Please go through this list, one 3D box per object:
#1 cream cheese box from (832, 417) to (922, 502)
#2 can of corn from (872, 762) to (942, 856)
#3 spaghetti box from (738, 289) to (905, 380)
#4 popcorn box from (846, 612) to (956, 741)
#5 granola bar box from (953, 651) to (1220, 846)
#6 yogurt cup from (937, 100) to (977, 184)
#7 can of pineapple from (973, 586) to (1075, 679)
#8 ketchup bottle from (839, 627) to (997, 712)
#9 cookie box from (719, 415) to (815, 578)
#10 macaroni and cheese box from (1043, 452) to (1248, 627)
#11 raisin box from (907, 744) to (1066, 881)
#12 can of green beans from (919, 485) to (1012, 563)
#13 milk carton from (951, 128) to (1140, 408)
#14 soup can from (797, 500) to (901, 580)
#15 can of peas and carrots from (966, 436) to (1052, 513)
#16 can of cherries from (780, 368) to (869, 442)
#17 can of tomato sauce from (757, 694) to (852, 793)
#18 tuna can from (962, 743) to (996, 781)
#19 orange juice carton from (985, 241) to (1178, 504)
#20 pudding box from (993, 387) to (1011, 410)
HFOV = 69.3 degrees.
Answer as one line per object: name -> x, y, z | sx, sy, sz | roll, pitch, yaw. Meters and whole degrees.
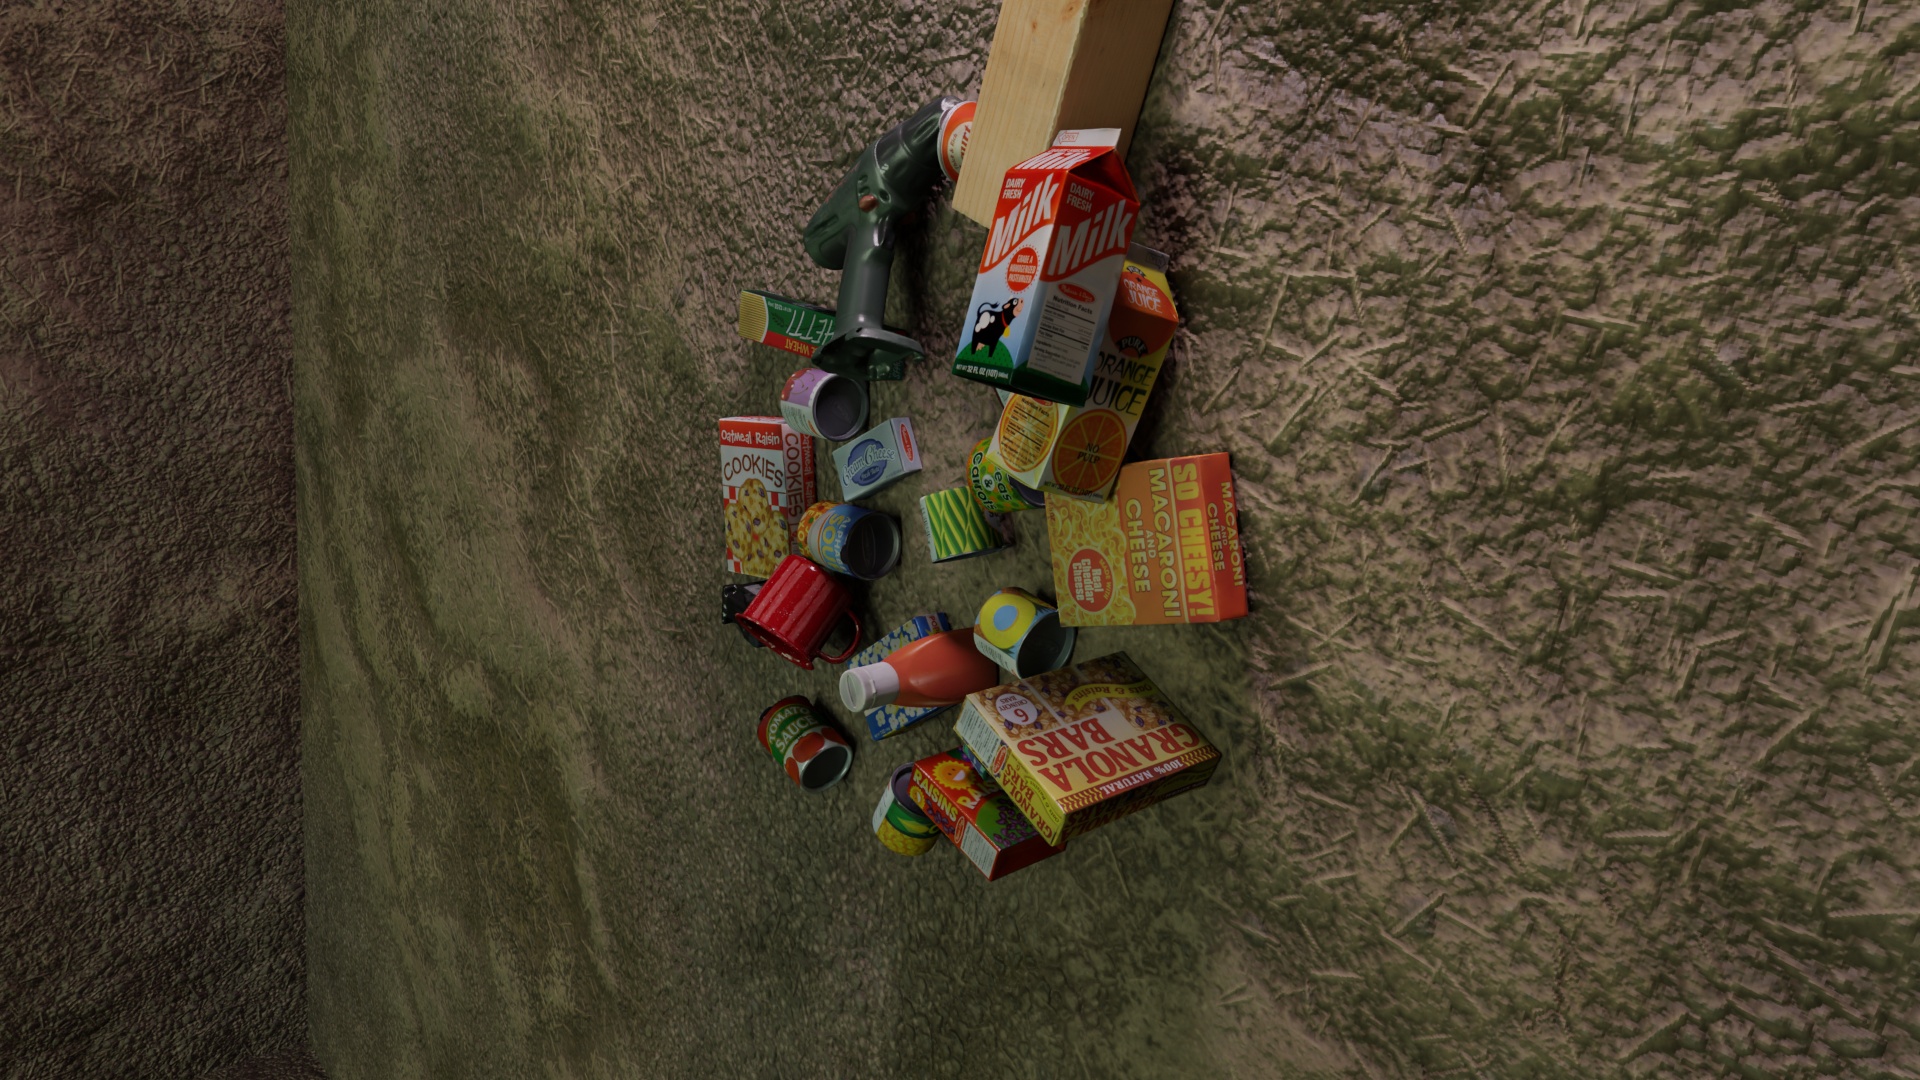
cream cheese box -> -0.081, -0.076, 1.324 | 0.103, 0.024, 0.053 | -24, 78, 49
can of corn -> -0.041, 0.254, 1.304 | 0.071, 0.071, 0.058 | 50, 131, 32
spaghetti box -> -0.141, -0.205, 1.370 | 0.250, 0.029, 0.050 | 23, 113, 45
popcorn box -> -0.049, 0.130, 1.312 | 0.126, 0.038, 0.085 | -35, 71, 47
granola bar box -> 0.096, 0.153, 1.047 | 0.124, 0.166, 0.038 | 47, 132, 34
yogurt cup -> 0.023, -0.321, 1.132 | 0.054, 0.072, 0.072 | 20, 112, 38
can of pineapple -> 0.055, 0.077, 1.161 | 0.058, 0.071, 0.070 | 30, 119, 43
ketchup bottle -> -0.035, 0.117, 1.208 | 0.043, 0.149, 0.065 | -19, 82, 48
cookie box -> -0.201, -0.046, 1.460 | 0.123, 0.040, 0.167 | 8, 103, 49
macaroni and cheese box -> 0.139, 0.002, 1.067 | 0.166, 0.040, 0.123 | -6, 91, 50
raisin box -> 0.024, 0.231, 1.206 | 0.124, 0.086, 0.039 | 40, 130, 38
can of green beans -> 0.002, -0.015, 1.205 | 0.071, 0.071, 0.058 | -16, 83, 50
milk carton -> 0.065, -0.196, 0.976 | 0.072, 0.073, 0.190 | 20, 96, 53
soup can -> -0.110, -0.001, 1.335 | 0.084, 0.071, 0.071 | 13, 107, 48
can of peas and carrots -> 0.046, -0.056, 1.143 | 0.058, 0.071, 0.071 | -6, 92, 50
can of cherries -> -0.130, -0.133, 1.344 | 0.058, 0.072, 0.071 | 16, 108, 48
can of tomato sauce -> -0.161, 0.209, 1.433 | 0.083, 0.071, 0.070 | 41, 126, 37
tuna can -> 0.039, 0.173, 1.194 | 0.033, 0.071, 0.070 | 52, 132, 28
orange juice carton -> 0.097, -0.131, 1.040 | 0.073, 0.072, 0.192 | 37, 110, 50
pudding box -> 0.066, -0.131, 1.138 | 0.083, 0.030, 0.050 | -42, 64, 44
